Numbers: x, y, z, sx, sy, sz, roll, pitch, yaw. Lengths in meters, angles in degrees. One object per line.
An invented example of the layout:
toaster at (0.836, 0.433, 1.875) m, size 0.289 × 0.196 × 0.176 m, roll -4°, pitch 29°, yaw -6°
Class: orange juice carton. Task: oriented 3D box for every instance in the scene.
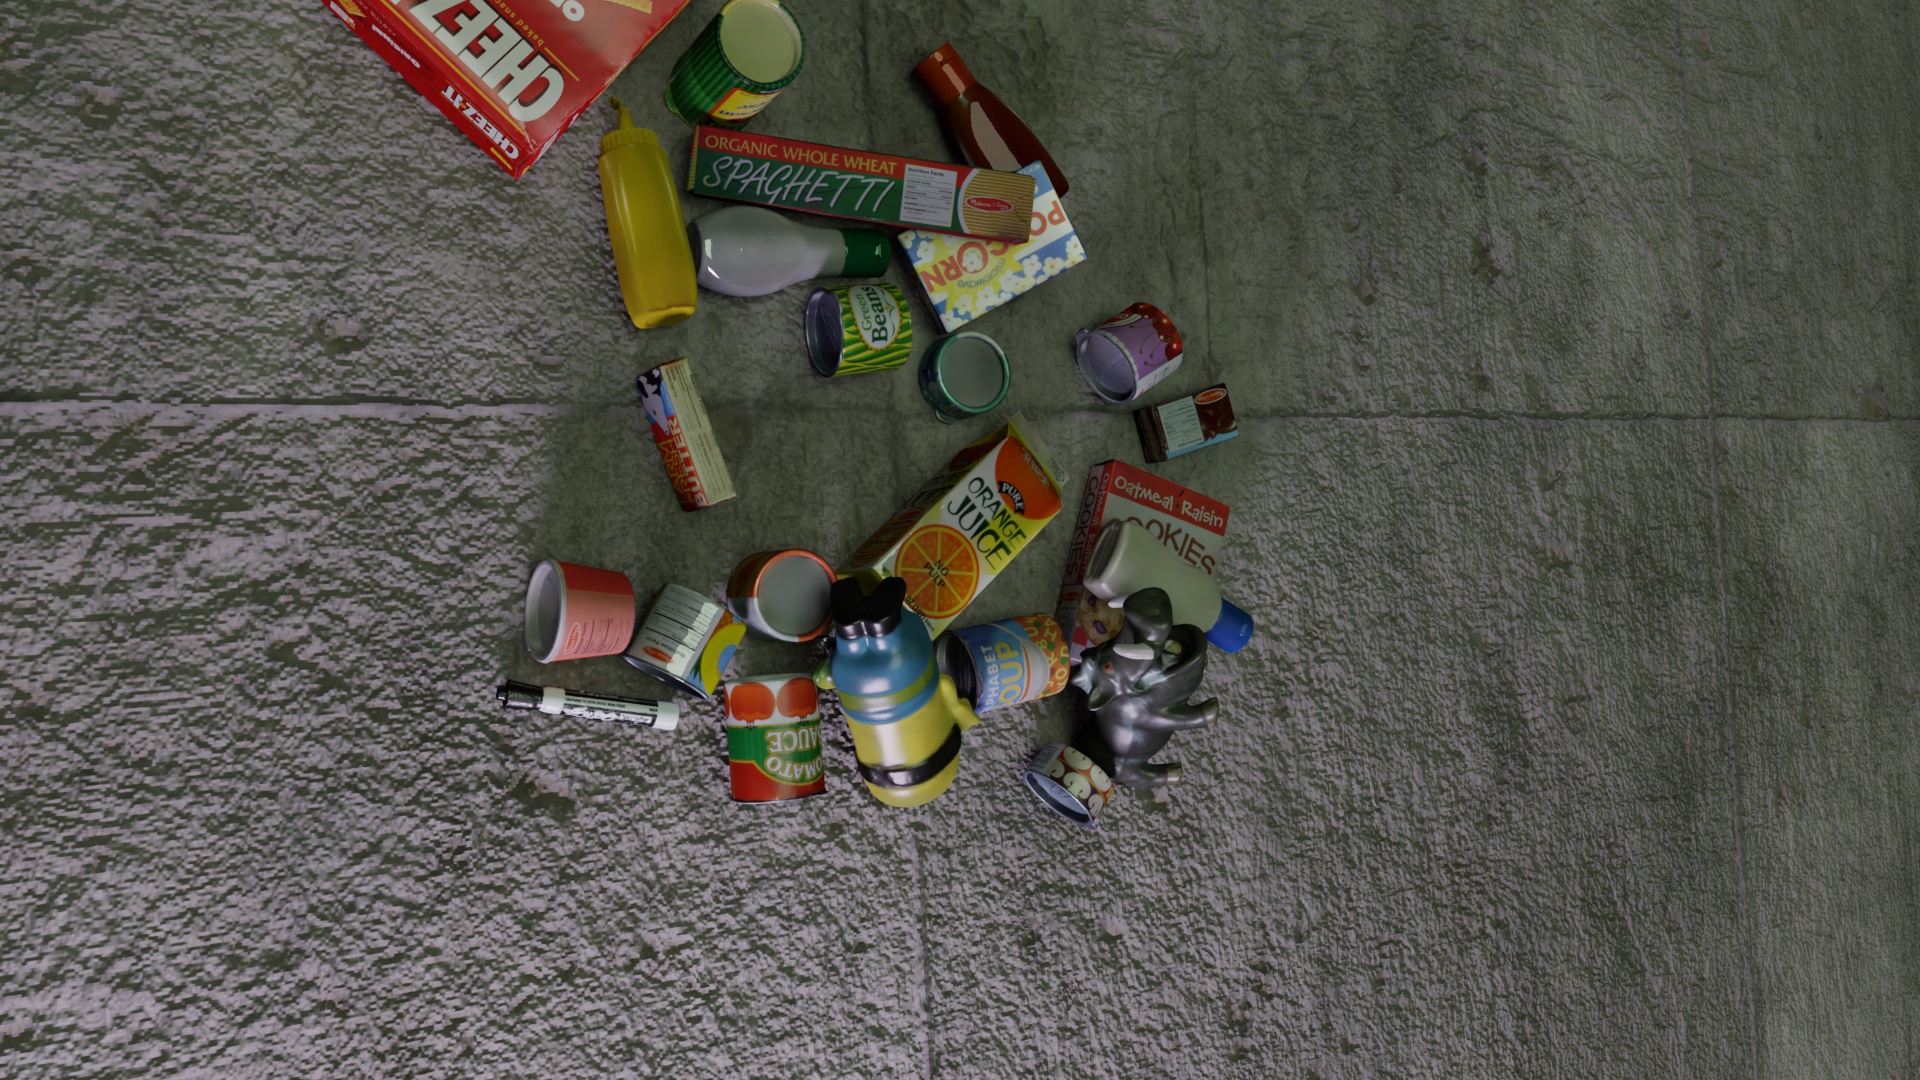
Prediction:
orange juice carton at (0.004, -0.013, 1.049) m, size 0.193 × 0.073 × 0.071 m, roll -45°, pitch 107°, yaw -24°

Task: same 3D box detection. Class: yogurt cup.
yogurt cup at (-0.250, 0.047, 0.916) m, size 0.054 × 0.072 × 0.072 m, roll 5°, pitch 85°, yaw -36°

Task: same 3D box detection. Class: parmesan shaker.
parmesan shaker at (-0.159, -0.328, 0.967) m, size 0.071 × 0.103 × 0.071 m, roll 2°, pitch 86°, yaw -28°

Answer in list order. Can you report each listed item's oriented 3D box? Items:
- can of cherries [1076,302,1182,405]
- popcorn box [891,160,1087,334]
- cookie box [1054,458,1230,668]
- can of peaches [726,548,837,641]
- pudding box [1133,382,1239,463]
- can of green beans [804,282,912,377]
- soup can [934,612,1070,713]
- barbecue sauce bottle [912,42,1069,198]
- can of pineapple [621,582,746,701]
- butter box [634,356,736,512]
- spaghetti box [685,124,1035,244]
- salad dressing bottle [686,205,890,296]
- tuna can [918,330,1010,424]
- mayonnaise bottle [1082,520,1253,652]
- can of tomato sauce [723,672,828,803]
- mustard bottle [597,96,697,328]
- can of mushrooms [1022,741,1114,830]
can of cherries at (0.137, -0.155, 1.134) m, size 0.058 × 0.071 × 0.071 m, roll -35°, pitch 103°, yaw -25°
popcorn box at (0.023, -0.225, 1.068) m, size 0.127 × 0.038 × 0.085 m, roll -29°, pitch 102°, yaw -3°
cookie box at (0.149, 0.032, 1.141) m, size 0.123 × 0.040 × 0.167 m, roll 20°, pitch 78°, yaw -25°
can of peaches at (-0.124, 0.037, 0.986) m, size 0.071 × 0.058 × 0.071 m, roll 2°, pitch 86°, yaw -27°
pudding box at (0.192, -0.099, 1.180) m, size 0.084 × 0.030 × 0.049 m, roll -19°, pitch 95°, yaw -28°
can of green beans at (-0.075, -0.155, 1.020) m, size 0.058 × 0.071 × 0.071 m, roll -10°, pitch 91°, yaw -28°
soup can at (0.033, 0.094, 1.058) m, size 0.084 × 0.071 × 0.071 m, roll -10°, pitch 91°, yaw -28°
barbecue sauce bottle at (0.020, -0.320, 1.096) m, size 0.065 × 0.043 × 0.148 m, roll -42°, pitch 105°, yaw -17°
can of pineapple at (-0.187, 0.069, 0.947) m, size 0.071 × 0.071 × 0.058 m, roll 34°, pitch 72°, yaw -22°
butter box at (-0.191, -0.072, 0.961) m, size 0.024 × 0.053 × 0.103 m, roll -23°, pitch 98°, yaw -30°
spaghetti box at (-0.071, -0.258, 1.010) m, size 0.250 × 0.029 × 0.050 m, roll 6°, pitch 95°, yaw -11°
salad dressing bottle at (-0.124, -0.210, 1.012) m, size 0.148 × 0.044 × 0.064 m, roll -5°, pitch 95°, yaw -29°
tuna can at (0.003, -0.126, 1.079) m, size 0.071 × 0.033 × 0.071 m, roll 2°, pitch 85°, yaw -28°
mayonnaise bottle at (0.169, 0.043, 1.106) m, size 0.148 × 0.041 × 0.065 m, roll 30°, pitch 76°, yaw -24°
can of tomato sauce at (-0.129, 0.137, 0.970) m, size 0.071 × 0.071 × 0.083 m, roll -4°, pitch 88°, yaw -28°
mustard bottle at (-0.218, -0.229, 0.953) m, size 0.049 × 0.065 × 0.160 m, roll -11°, pitch 88°, yaw -24°
can of mushrooms at (0.086, 0.191, 1.082) m, size 0.071 × 0.071 × 0.033 m, roll 48°, pitch 66°, yaw -17°
